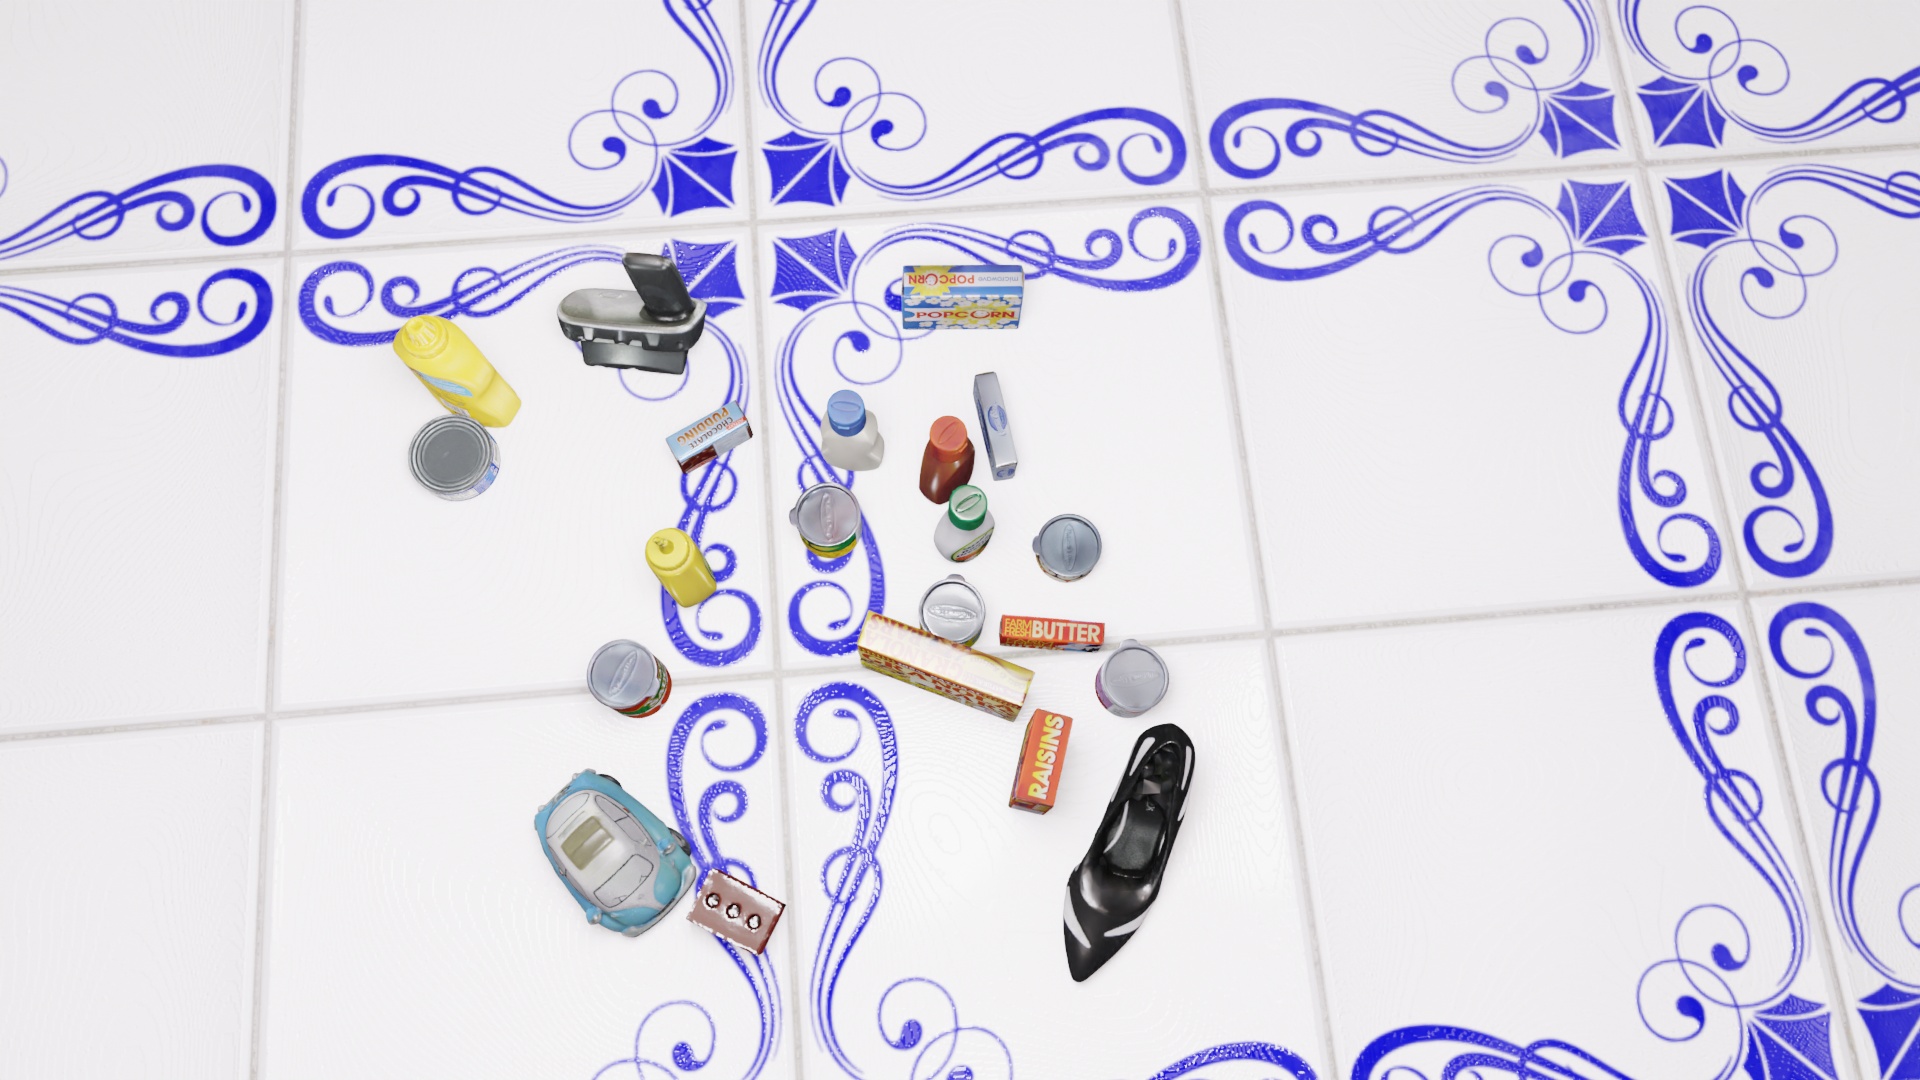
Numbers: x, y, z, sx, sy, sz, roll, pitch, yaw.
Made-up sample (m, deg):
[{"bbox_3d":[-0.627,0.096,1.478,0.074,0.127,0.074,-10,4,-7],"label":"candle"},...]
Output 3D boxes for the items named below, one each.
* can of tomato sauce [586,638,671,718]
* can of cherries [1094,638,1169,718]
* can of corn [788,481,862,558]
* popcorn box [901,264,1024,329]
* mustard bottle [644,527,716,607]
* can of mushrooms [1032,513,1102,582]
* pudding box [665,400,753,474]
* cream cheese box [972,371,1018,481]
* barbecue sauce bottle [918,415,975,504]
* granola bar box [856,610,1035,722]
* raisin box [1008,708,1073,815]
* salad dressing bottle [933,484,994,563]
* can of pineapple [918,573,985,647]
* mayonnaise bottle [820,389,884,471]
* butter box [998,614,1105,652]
[{"bbox_3d":[-0.317,0.135,1.345,0.071,0.083,0.071,0,75,-1],"label":"can of tomato sauce"},{"bbox_3d":[0.168,0.137,1.372,0.071,0.058,0.071,0,75,-1],"label":"can of cherries"},{"bbox_3d":[-0.135,-0.019,1.405,0.071,0.058,0.071,0,75,-1],"label":"can of corn"},{"bbox_3d":[0.002,-0.255,1.458,0.127,0.085,0.038,-1,76,-2],"label":"popcorn box"},{"bbox_3d":[-0.273,0.020,1.338,0.049,0.160,0.065,-32,78,-9],"label":"mustard bottle"},{"bbox_3d":[0.107,0.008,1.417,0.071,0.033,0.071,0,75,-2],"label":"can of mushrooms"},{"bbox_3d":[-0.258,-0.106,1.429,0.084,0.049,0.030,-31,78,-9],"label":"pudding box"},{"bbox_3d":[0.036,-0.117,1.439,0.024,0.053,0.104,-12,76,-4],"label":"cream cheese box"},{"bbox_3d":[-0.013,-0.083,1.379,0.044,0.148,0.065,40,78,8],"label":"barbecue sauce bottle"},{"bbox_3d":[-0.016,0.124,1.336,0.166,0.124,0.039,20,76,4],"label":"granola bar box"},{"bbox_3d":[0.075,0.211,1.315,0.040,0.123,0.086,14,75,2],"label":"raisin box"},{"bbox_3d":[0.005,-0.017,1.362,0.064,0.147,0.044,-33,79,-9],"label":"salad dressing bottle"},{"bbox_3d":[-0.008,0.075,1.384,0.071,0.057,0.071,0,75,-1],"label":"can of pineapple"},{"bbox_3d":[-0.110,-0.109,1.383,0.065,0.147,0.041,6,75,0],"label":"mayonnaise bottle"},{"bbox_3d":[0.090,0.093,1.384,0.103,0.053,0.024,5,75,0],"label":"butter box"}]
